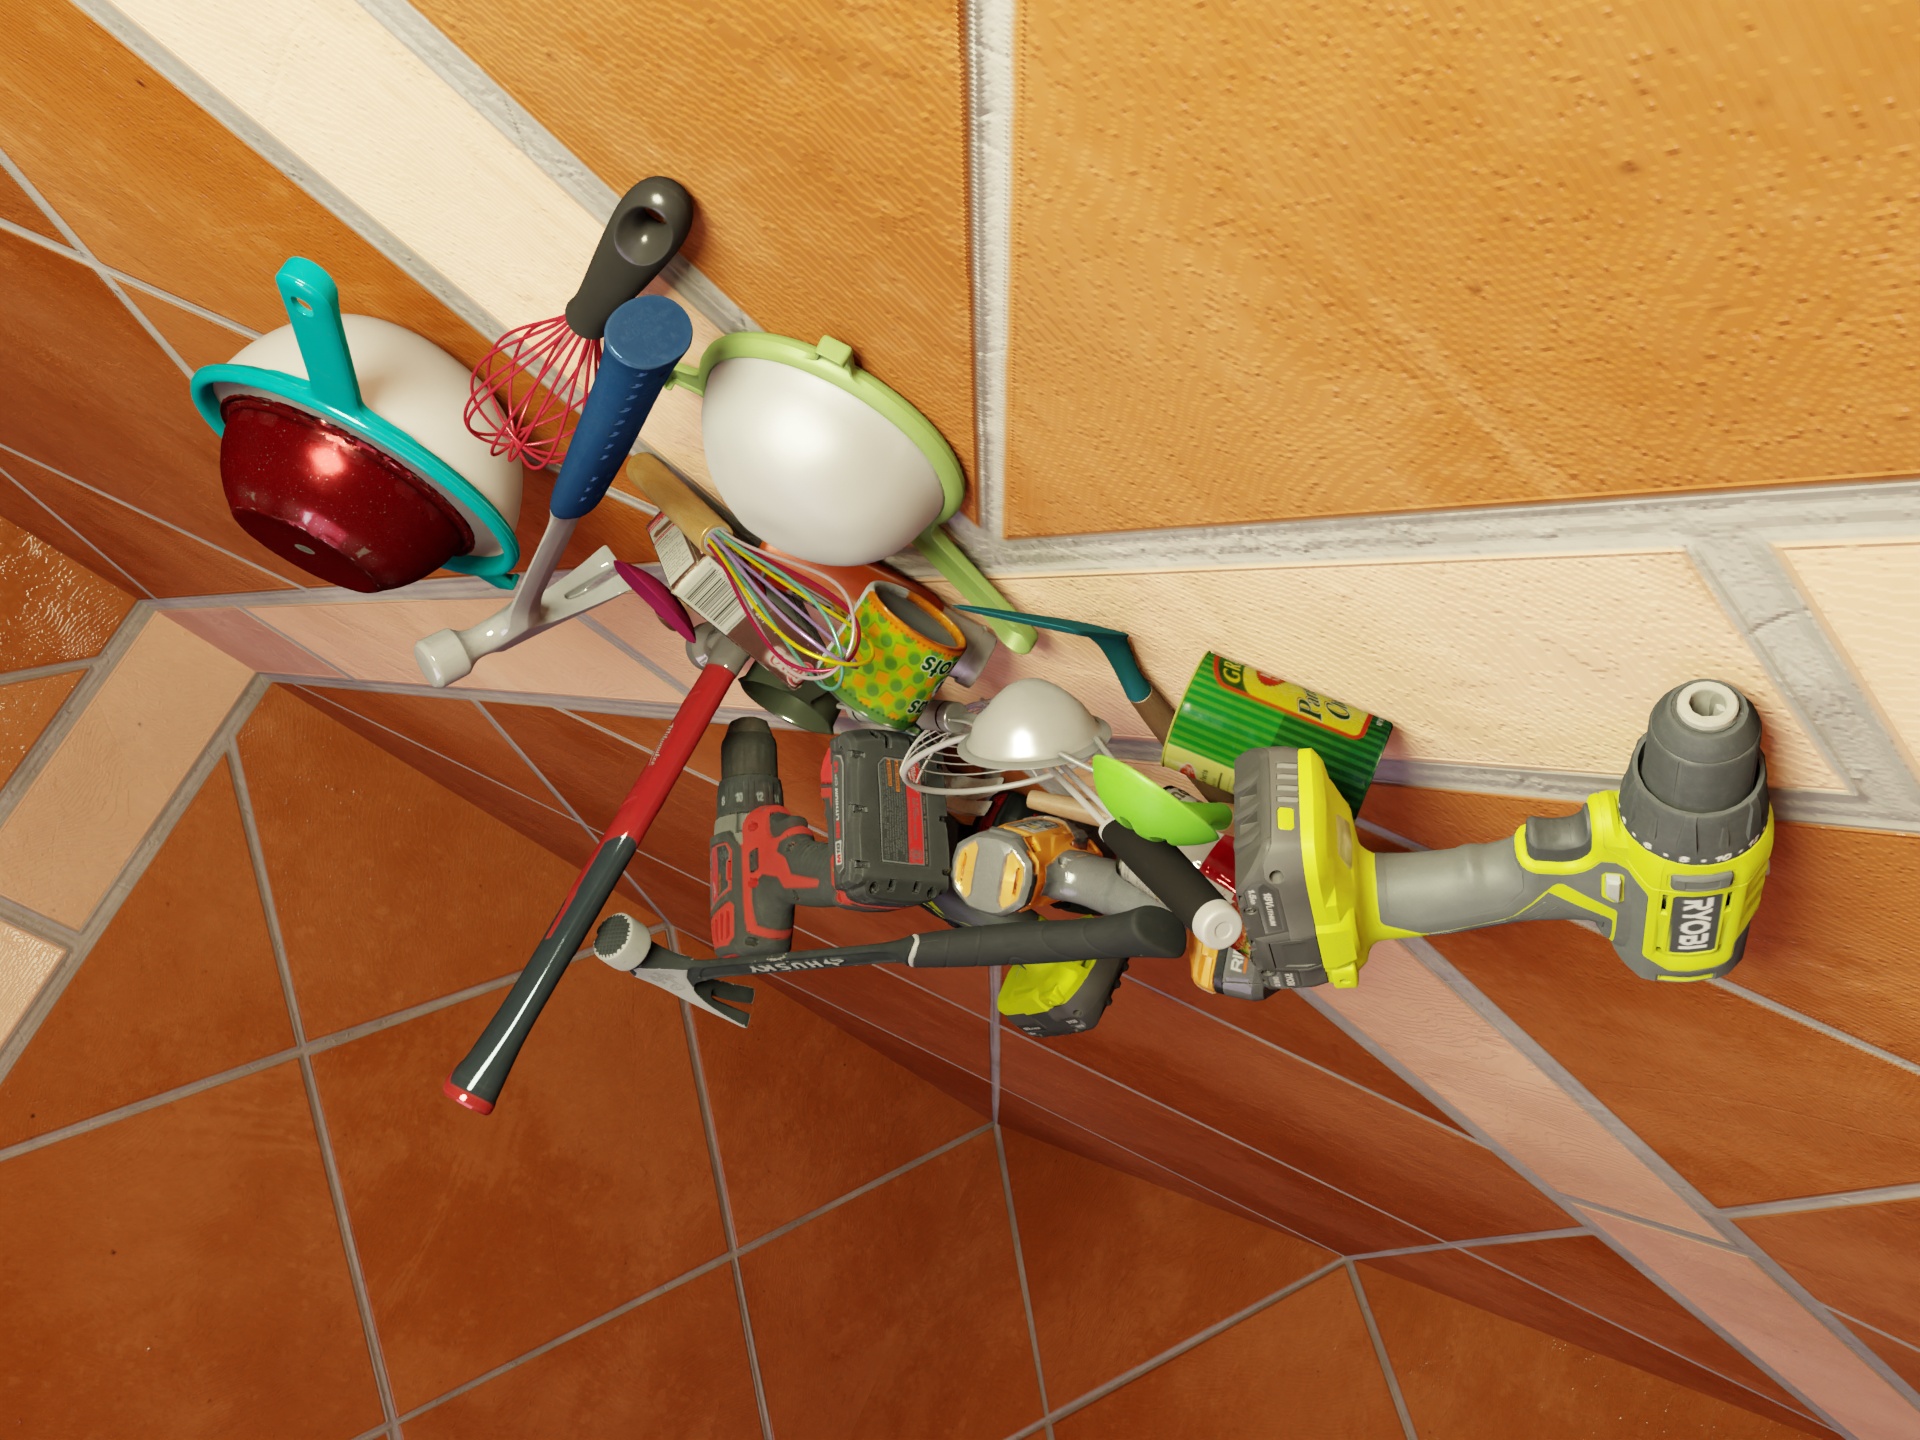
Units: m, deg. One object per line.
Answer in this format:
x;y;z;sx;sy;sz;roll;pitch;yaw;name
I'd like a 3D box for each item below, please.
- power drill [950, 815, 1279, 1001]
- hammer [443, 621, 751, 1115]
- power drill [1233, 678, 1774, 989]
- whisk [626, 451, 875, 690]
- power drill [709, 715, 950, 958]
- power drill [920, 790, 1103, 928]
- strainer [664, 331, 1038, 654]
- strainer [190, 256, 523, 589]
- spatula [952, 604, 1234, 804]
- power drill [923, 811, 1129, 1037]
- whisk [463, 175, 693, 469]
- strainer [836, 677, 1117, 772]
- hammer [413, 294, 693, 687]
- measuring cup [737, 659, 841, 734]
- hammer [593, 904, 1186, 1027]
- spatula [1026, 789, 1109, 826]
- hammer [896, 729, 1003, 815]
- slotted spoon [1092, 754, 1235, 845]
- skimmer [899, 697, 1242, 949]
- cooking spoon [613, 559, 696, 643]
0.130;0.116;1.101;0.226;0.084;0.185;13;-172;27;power drill
-0.232;0.090;1.092;0.038;0.386;0.143;36;160;-25;hammer
0.243;0.055;0.720;0.228;0.080;0.190;-5;143;16;power drill
-0.123;-0.090;0.888;0.245;0.047;0.051;43;152;39;whisk
-0.109;0.068;1.144;0.080;0.188;0.226;10;158;-37;power drill
0.035;0.120;1.316;0.143;0.078;0.220;35;158;-23;power drill
-0.047;-0.093;0.832;0.151;0.069;0.256;7;152;47;strainer
-0.336;-0.199;0.921;0.211;0.095;0.340;26;161;-6;strainer
0.108;0.005;0.927;0.082;0.044;0.317;14;159;39;spatula
0.007;0.152;1.231;0.223;0.080;0.171;37;153;-12;power drill
-0.189;-0.192;0.791;0.073;0.073;0.296;33;155;-18;whisk
-0.001;-0.003;0.932;0.258;0.087;0.050;6;113;53;strainer
-0.213;-0.119;0.884;0.035;0.144;0.405;58;151;1;hammer
-0.107;-0.033;1.148;0.083;0.038;0.167;31;160;-12;measuring cup
-0.045;0.159;1.065;0.409;0.036;0.149;-9;147;28;hammer
0.187;0.083;1.015;0.316;0.018;0.059;12;180;24;spatula
-0.039;-0.006;1.129;0.128;0.033;0.330;24;162;13;hammer
0.152;0.056;0.866;0.070;0.031;0.313;31;-171;31;slotted spoon
0.065;0.066;0.911;0.127;0.090;0.364;-2;-160;-18;skimmer
-0.198;-0.075;1.072;0.068;0.017;0.319;44;174;-6;cooking spoon
